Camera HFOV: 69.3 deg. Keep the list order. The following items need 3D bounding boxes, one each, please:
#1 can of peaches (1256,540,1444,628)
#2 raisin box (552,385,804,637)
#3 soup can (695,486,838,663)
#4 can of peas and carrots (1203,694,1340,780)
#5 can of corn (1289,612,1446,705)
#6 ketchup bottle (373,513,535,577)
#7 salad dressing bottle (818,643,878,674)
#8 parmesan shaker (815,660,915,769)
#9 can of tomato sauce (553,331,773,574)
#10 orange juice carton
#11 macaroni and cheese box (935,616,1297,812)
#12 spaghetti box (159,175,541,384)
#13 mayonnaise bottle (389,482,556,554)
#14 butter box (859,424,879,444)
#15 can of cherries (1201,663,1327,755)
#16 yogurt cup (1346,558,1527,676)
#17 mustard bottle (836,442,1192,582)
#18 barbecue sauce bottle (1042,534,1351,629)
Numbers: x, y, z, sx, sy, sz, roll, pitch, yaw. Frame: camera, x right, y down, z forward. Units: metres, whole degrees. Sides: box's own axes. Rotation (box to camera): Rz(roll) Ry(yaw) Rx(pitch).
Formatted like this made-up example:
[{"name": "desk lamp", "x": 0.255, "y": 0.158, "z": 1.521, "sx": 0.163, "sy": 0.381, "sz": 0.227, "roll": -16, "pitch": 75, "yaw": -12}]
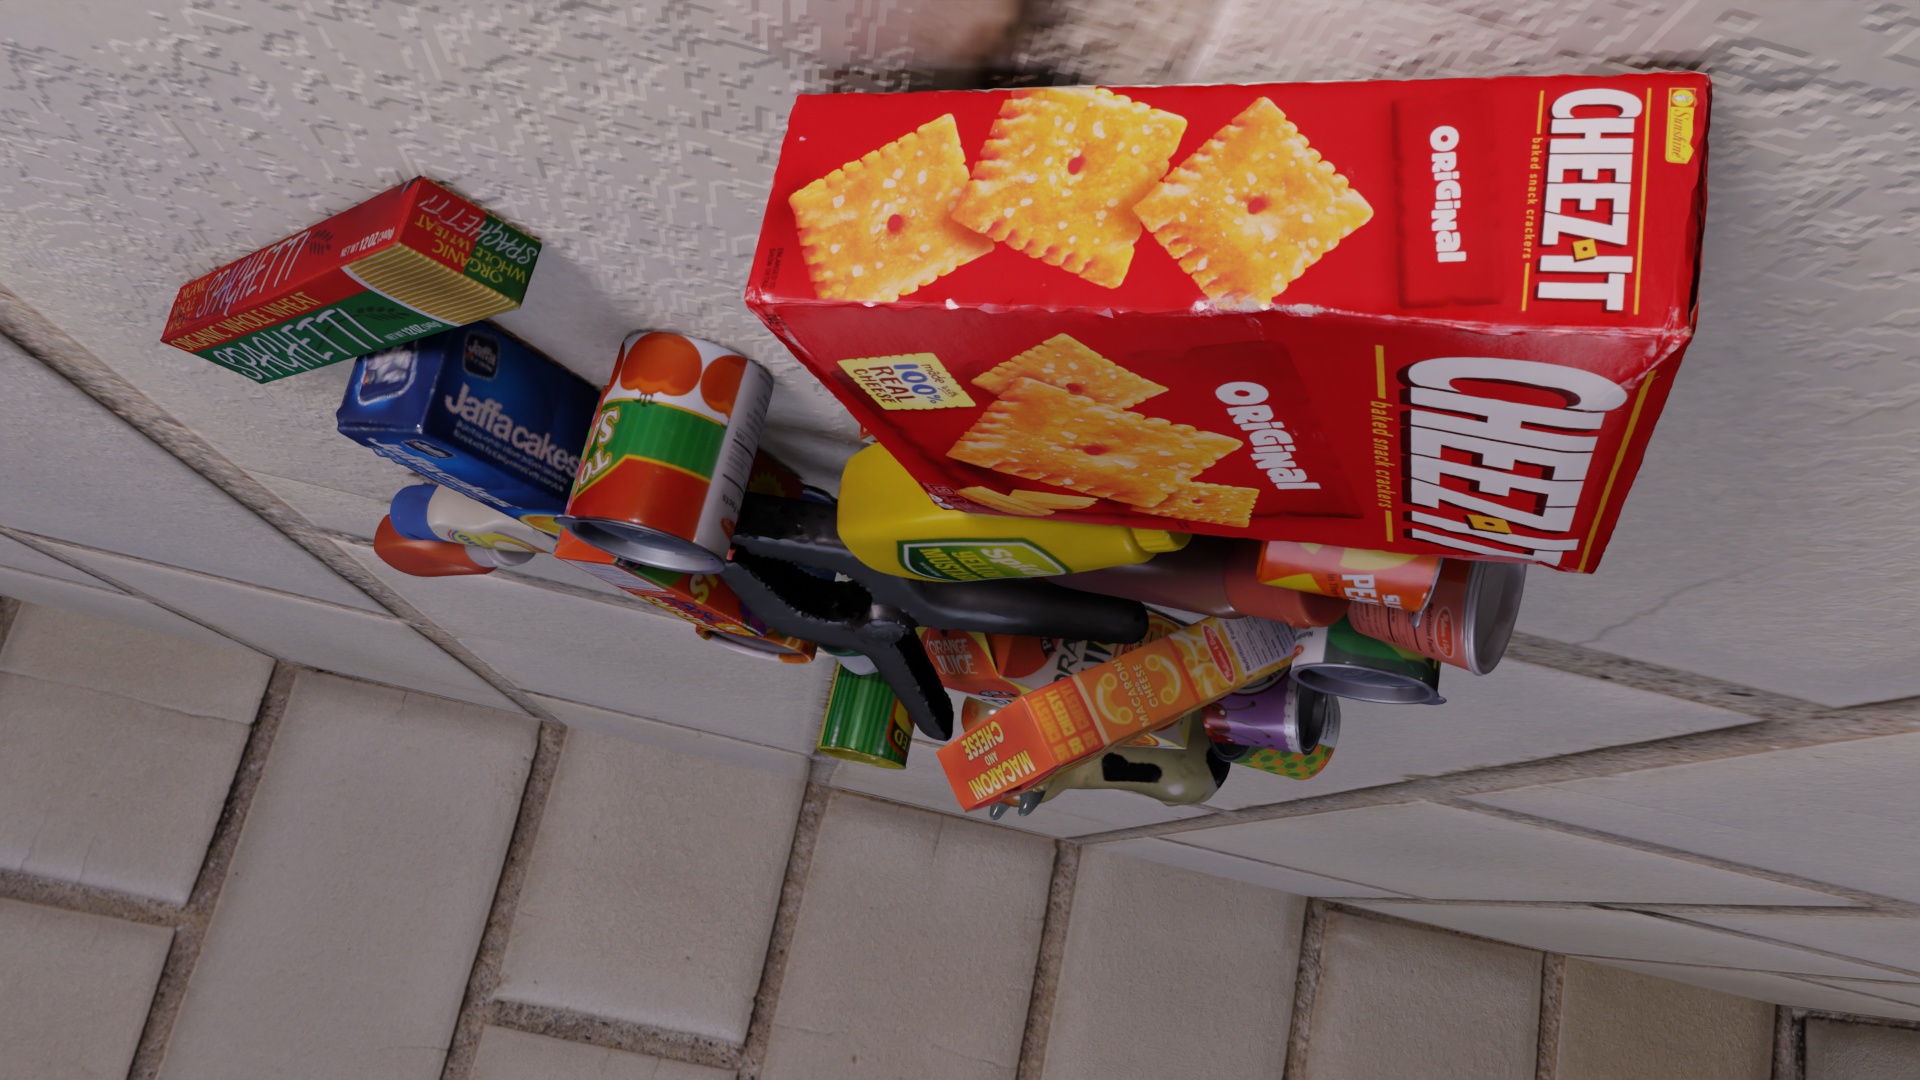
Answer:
[{"name": "can of peaches", "x": 0.137, "y": -0.010, "z": 0.486, "sx": 0.058, "sy": 0.071, "sz": 0.071, "roll": 11, "pitch": 164, "yaw": 10}, {"name": "raisin box", "x": -0.129, "y": -0.011, "z": 0.663, "sx": 0.040, "sy": 0.086, "sz": 0.123, "roll": 3, "pitch": 162, "yaw": 27}, {"name": "soup can", "x": -0.100, "y": 0.017, "z": 0.747, "sx": 0.071, "sy": 0.084, "sz": 0.071, "roll": 12, "pitch": 164, "yaw": 4}, {"name": "can of peas and carrots", "x": 0.200, "y": 0.117, "z": 0.895, "sx": 0.059, "sy": 0.071, "sz": 0.070, "roll": 17, "pitch": 164, "yaw": -18}, {"name": "can of corn", "x": 0.192, "y": 0.040, "z": 0.642, "sx": 0.071, "sy": 0.058, "sz": 0.071, "roll": 12, "pitch": 164, "yaw": 3}, {"name": "ketchup bottle", "x": -0.347, "y": 0.002, "z": 0.966, "sx": 0.148, "sy": 0.043, "sz": 0.064, "roll": -2, "pitch": 159, "yaw": 43}, {"name": "salad dressing bottle", "x": -0.056, "y": 0.052, "z": 0.841, "sx": 0.044, "sy": 0.064, "sz": 0.147, "roll": 40, "pitch": -179, "yaw": 9}, {"name": "parmesan shaker", "x": -0.061, "y": 0.106, "z": 0.998, "sx": 0.071, "sy": 0.103, "sz": 0.071, "roll": 12, "pitch": 165, "yaw": 3}, {"name": "can of tomato sauce", "x": -0.121, "y": -0.036, "z": 0.574, "sx": 0.071, "sy": 0.083, "sz": 0.071, "roll": 12, "pitch": 164, "yaw": 3}, {"name": "orange juice carton", "x": 0.049, "y": 0.063, "z": 0.810, "sx": 0.192, "sy": 0.073, "sz": 0.071, "roll": 23, "pitch": 161, "yaw": -33}, {"name": "macaroni and cheese box", "x": 0.085, "y": 0.082, "z": 0.710, "sx": 0.167, "sy": 0.040, "sz": 0.123, "roll": -20, "pitch": 168, "yaw": -27}, {"name": "spaghetti box", "x": -0.257, "y": -0.099, "z": 0.564, "sx": 0.250, "sy": 0.029, "sz": 0.050, "roll": -3, "pitch": 158, "yaw": 44}, {"name": "mayonnaise bottle", "x": -0.294, "y": -0.015, "z": 0.868, "sx": 0.148, "sy": 0.041, "sz": 0.064, "roll": 3, "pitch": 163, "yaw": 31}, {"name": "butter box", "x": 0.015, "y": -0.041, "z": 0.560, "sx": 0.103, "sy": 0.024, "sz": 0.053, "roll": 19, "pitch": 163, "yaw": -23}, {"name": "can of cherries", "x": 0.178, "y": 0.087, "z": 0.814, "sx": 0.058, "sy": 0.071, "sz": 0.071, "roll": 5, "pitch": 163, "yaw": 30}, {"name": "yogurt cup", "x": 0.188, "y": 0.015, "z": 0.551, "sx": 0.054, "sy": 0.072, "sz": 0.072, "roll": 11, "pitch": 166, "yaw": 35}, {"name": "mustard bottle", "x": 0.033, "y": -0.014, "z": 0.509, "sx": 0.160, "sy": 0.049, "sz": 0.065, "roll": -3, "pitch": 159, "yaw": 30}, {"name": "barbecue sauce bottle", "x": 0.095, "y": 0.008, "z": 0.585, "sx": 0.065, "sy": 0.043, "sz": 0.148, "roll": 13, "pitch": 179, "yaw": -38}]
